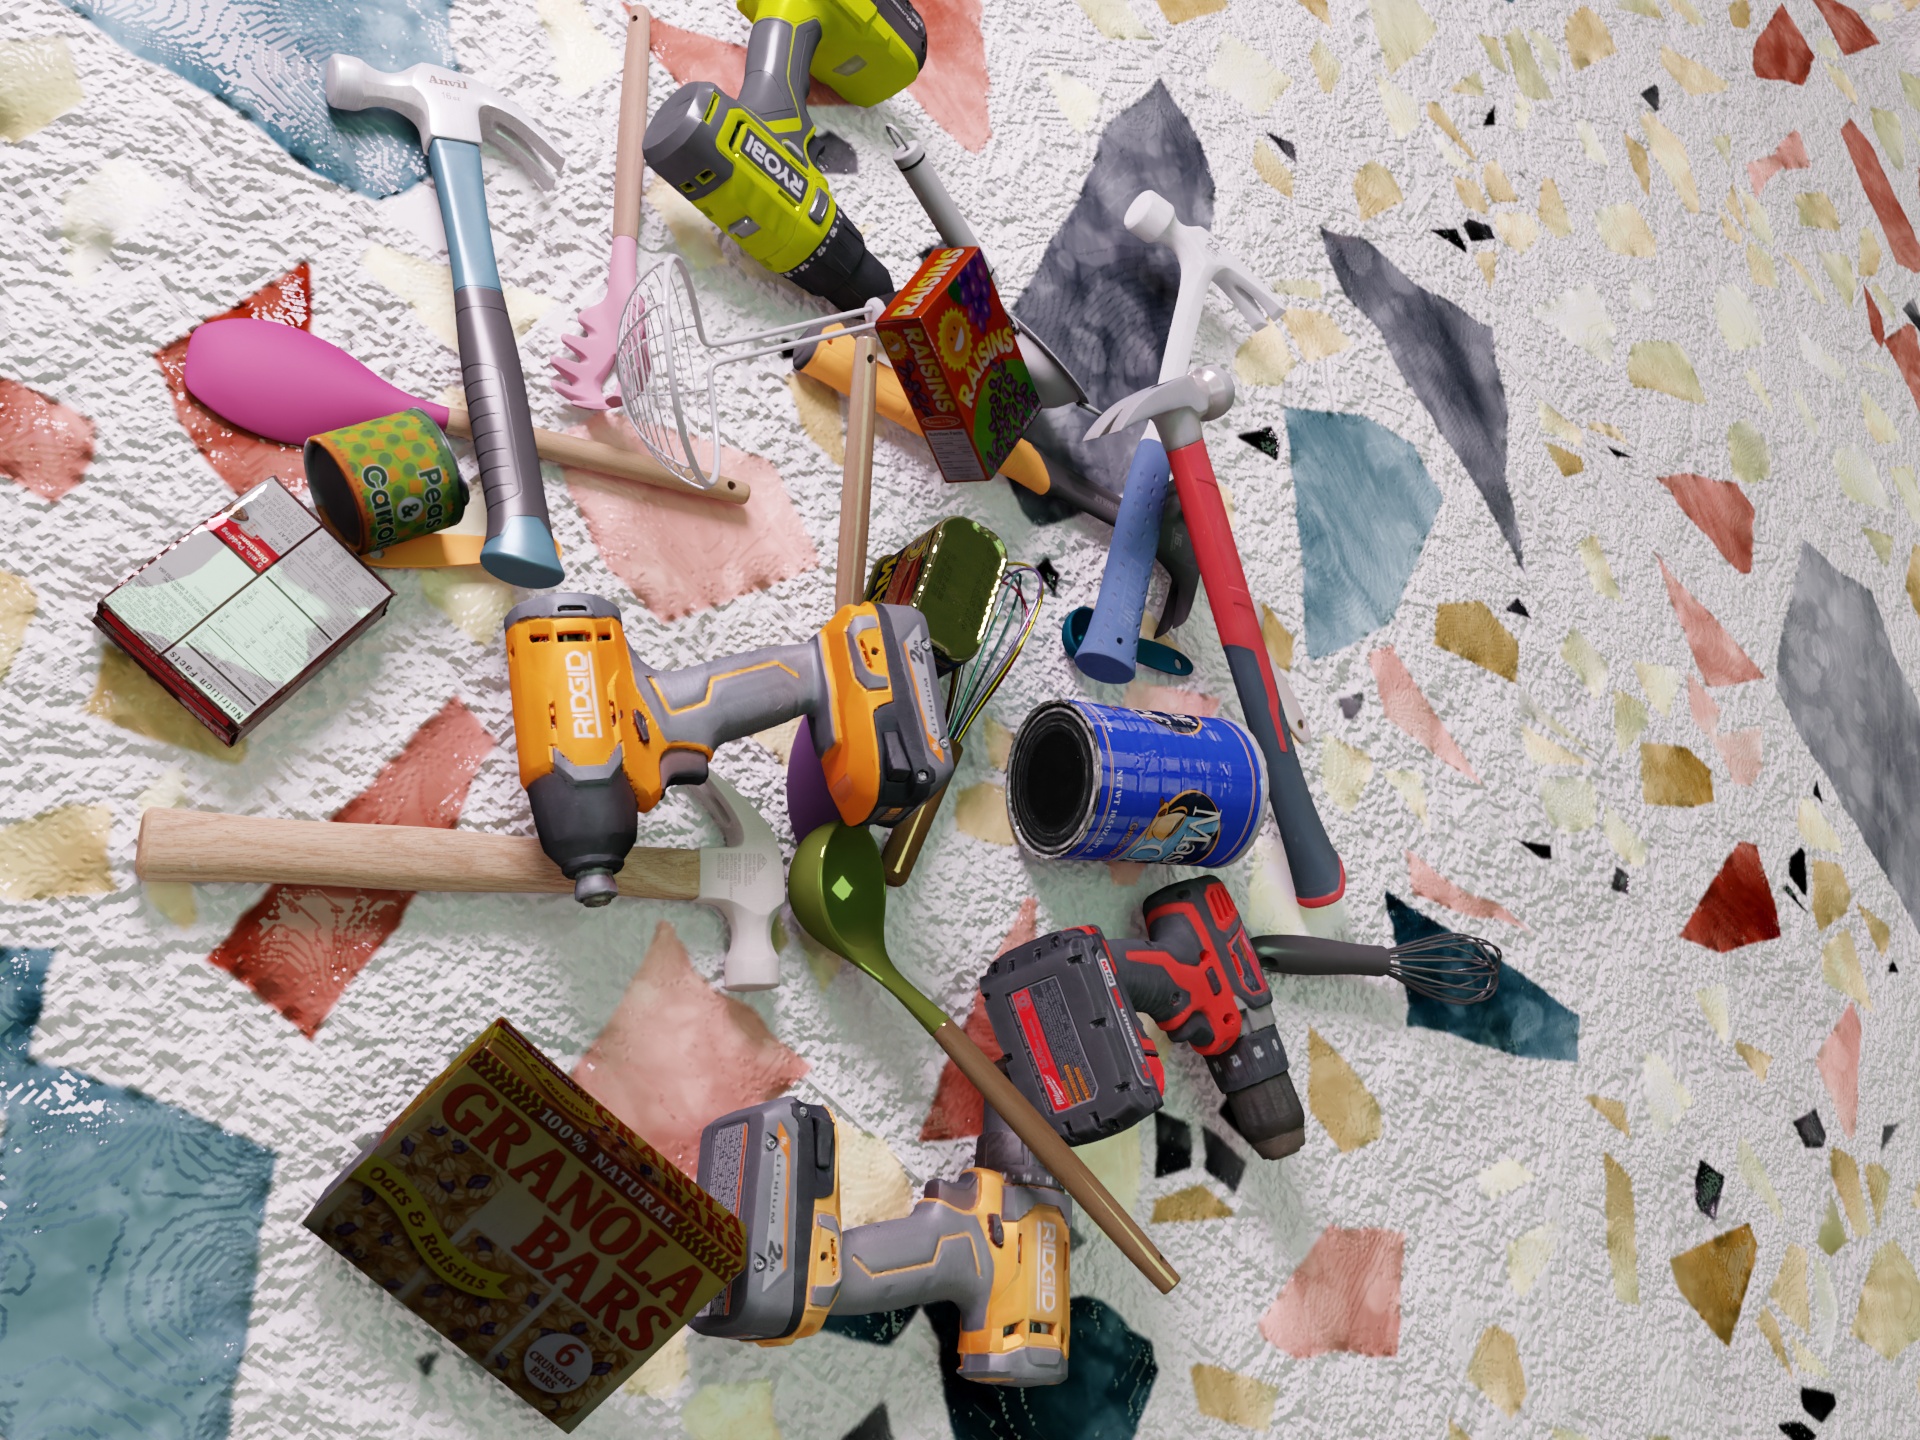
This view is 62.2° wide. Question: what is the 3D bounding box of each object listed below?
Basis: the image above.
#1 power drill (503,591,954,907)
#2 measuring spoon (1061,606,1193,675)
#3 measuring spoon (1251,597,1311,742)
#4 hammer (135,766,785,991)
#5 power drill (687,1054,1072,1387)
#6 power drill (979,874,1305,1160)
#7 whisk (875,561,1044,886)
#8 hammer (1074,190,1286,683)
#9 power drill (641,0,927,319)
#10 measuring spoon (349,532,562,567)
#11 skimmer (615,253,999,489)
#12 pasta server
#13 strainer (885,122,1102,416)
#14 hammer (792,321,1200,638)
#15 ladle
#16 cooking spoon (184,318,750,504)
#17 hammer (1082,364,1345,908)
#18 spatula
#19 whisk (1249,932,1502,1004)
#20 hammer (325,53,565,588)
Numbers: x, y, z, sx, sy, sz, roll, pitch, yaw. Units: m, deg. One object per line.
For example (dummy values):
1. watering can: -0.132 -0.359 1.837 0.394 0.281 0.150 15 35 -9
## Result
1. power drill: -0.124 0.014 0.858 0.226 0.084 0.164 -2 69 -24
2. measuring spoon: 0.116 -0.048 1.129 0.128 0.021 0.042 14 66 -39
3. measuring spoon: 0.239 -0.040 1.201 0.034 0.018 0.124 -28 91 -37
4. hammer: -0.246 0.072 0.834 0.331 0.031 0.130 7 70 -31
5. power drill: -0.031 0.264 0.884 0.226 0.084 0.185 20 60 -31
6. power drill: 0.128 0.199 0.982 0.226 0.080 0.188 -4 70 -52
7. whisk: -0.003 -0.003 1.021 0.047 0.051 0.245 24 64 -1
8. hammer: 0.148 -0.202 1.146 0.144 0.035 0.406 29 58 -22
9. power drill: -0.098 -0.396 1.058 0.190 0.080 0.229 34 58 -37
10. measuring spoon: -0.280 -0.093 0.884 0.117 0.011 0.021 -5 69 -31
11. skimmer: -0.070 -0.237 0.973 0.363 0.090 0.127 -29 119 -45
12. pasta server: -0.211 -0.325 0.990 0.040 0.060 0.316 53 34 -65
13. strainer: 0.017 -0.284 1.053 0.050 0.087 0.258 -39 127 -2
14. hammer: 0.033 -0.177 1.103 0.336 0.034 0.127 24 61 -25
15. ladle: 0.015 0.184 0.890 0.320 0.062 0.078 46 20 15
16. cooking spoon: -0.268 -0.166 0.909 0.318 0.017 0.069 11 70 -30
17. hammer: 0.189 -0.043 1.095 0.143 0.038 0.386 -31 107 -45
18. spatula: -0.069 -0.072 0.956 0.059 0.018 0.316 4 90 -32
19. whisk: 0.302 0.176 1.156 0.238 0.055 0.055 8 70 -26
20. hammer: -0.273 -0.229 0.903 0.128 0.033 0.331 -3 71 -34
